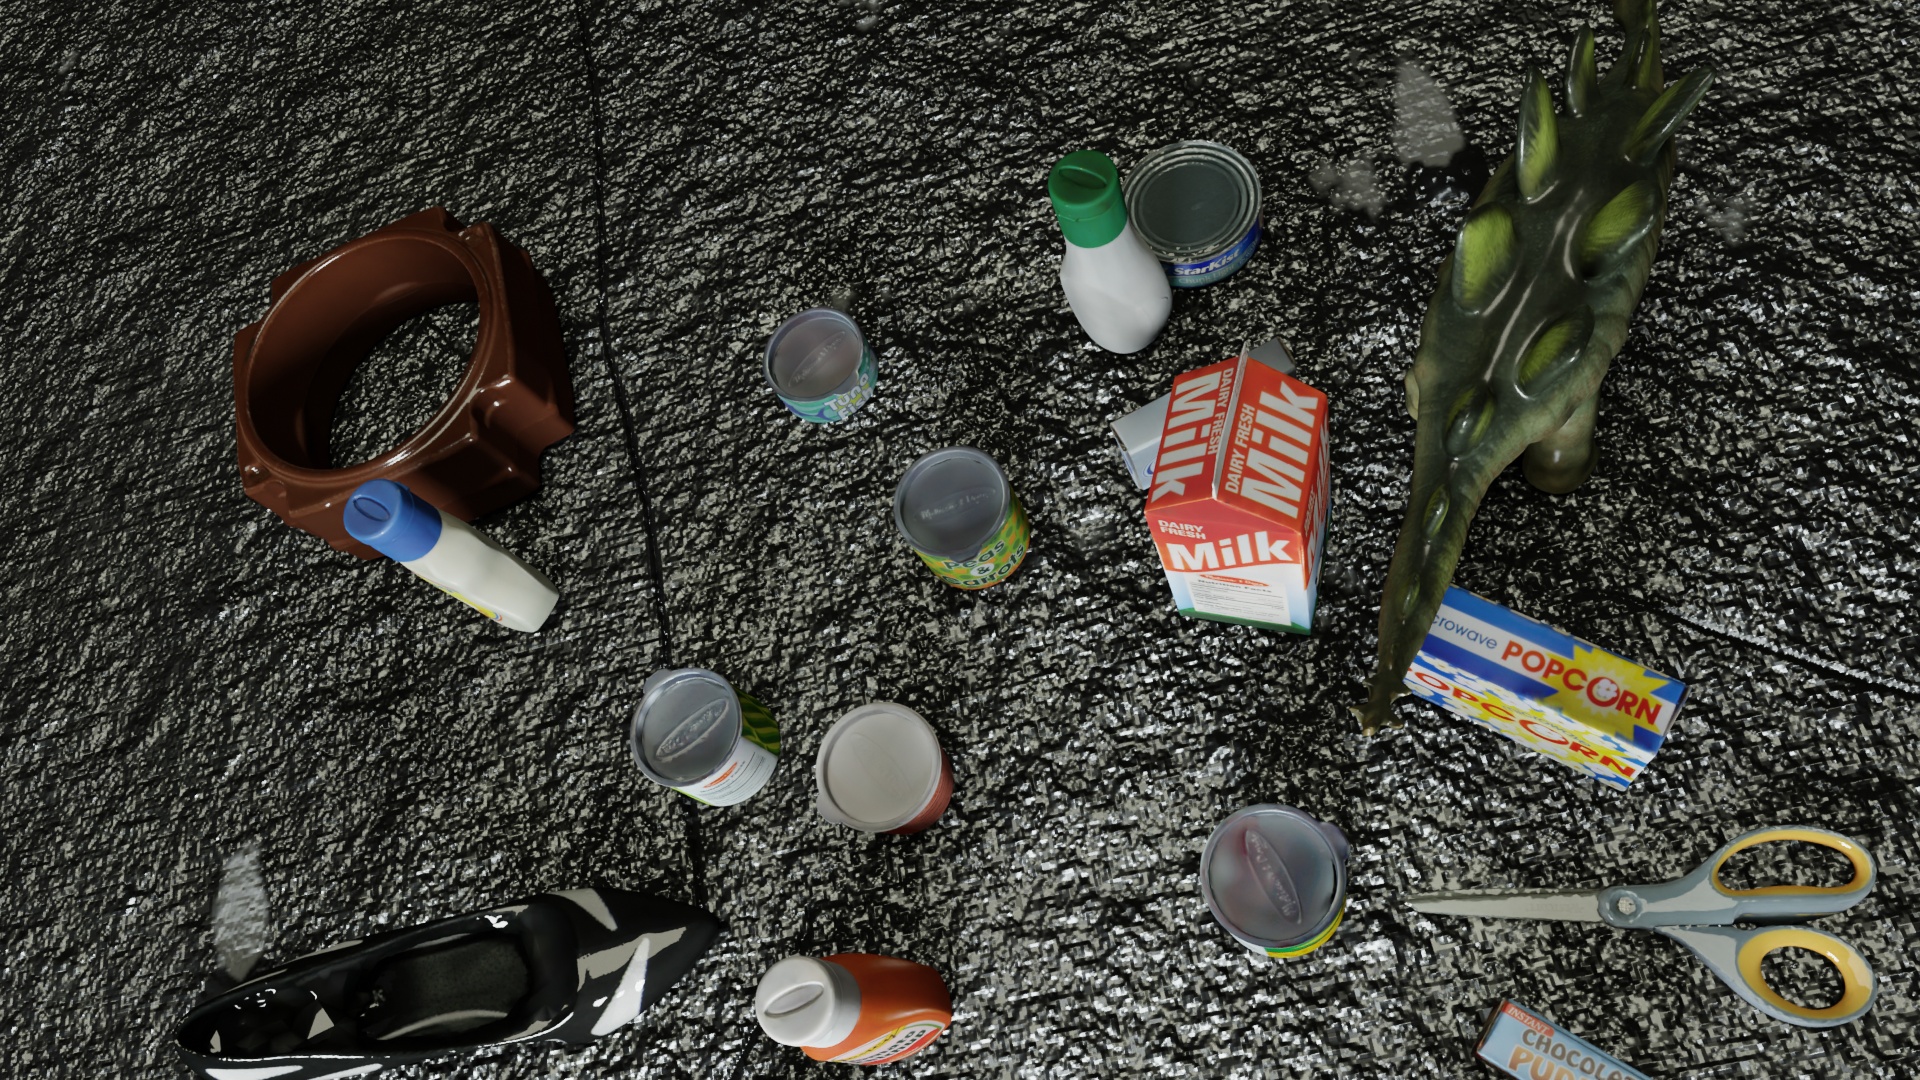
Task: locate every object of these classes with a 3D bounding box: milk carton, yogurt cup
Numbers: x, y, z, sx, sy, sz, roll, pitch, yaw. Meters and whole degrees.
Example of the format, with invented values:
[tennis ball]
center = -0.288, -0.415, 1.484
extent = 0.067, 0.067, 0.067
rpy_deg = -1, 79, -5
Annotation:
[milk carton]
center = 0.138, -0.020, 0.674
extent = 0.073, 0.190, 0.072
rpy_deg = 8, 72, 19
[yogurt cup]
center = -0.037, 0.125, 0.740
extent = 0.072, 0.053, 0.072
rpy_deg = -6, 67, 14

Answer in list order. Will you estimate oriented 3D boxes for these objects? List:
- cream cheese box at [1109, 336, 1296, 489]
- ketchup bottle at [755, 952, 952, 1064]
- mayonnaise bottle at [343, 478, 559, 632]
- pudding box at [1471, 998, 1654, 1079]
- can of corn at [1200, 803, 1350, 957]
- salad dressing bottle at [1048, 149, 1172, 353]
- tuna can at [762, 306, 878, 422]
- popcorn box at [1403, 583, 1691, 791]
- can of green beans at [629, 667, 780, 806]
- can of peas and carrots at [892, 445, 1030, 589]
[cream cheese box]
center = 0.137, -0.069, 0.770
extent = 0.104, 0.053, 0.024
rpy_deg = -27, 64, 4
[ketchup bottle]
center = -0.052, 0.219, 0.653
extent = 0.065, 0.148, 0.044
rpy_deg = -26, 64, 5
[mayonnaise bottle]
center = -0.296, 0.009, 0.808
extent = 0.065, 0.147, 0.041
rpy_deg = 25, 77, 23
[pudding box]
center = 0.271, 0.236, 0.610
extent = 0.084, 0.049, 0.030
rpy_deg = 28, 79, 24
[can of corn]
center = 0.154, 0.163, 0.668
extent = 0.071, 0.058, 0.071
rpy_deg = -6, 67, 14
[salad dressing bottle]
center = 0.081, -0.157, 0.770
extent = 0.064, 0.147, 0.044
rpy_deg = 27, 78, 24
[tuna can]
center = -0.084, -0.107, 0.860
extent = 0.071, 0.032, 0.071
rpy_deg = -6, 67, 14
[popcorn box]
center = 0.267, 0.067, 0.660
extent = 0.127, 0.085, 0.038
rpy_deg = 26, 78, 23
[can of green beans]
center = -0.141, 0.110, 0.773
extent = 0.071, 0.057, 0.071
rpy_deg = -6, 67, 14
[can of peas and carrots]
center = 0.003, -0.010, 0.781
extent = 0.071, 0.058, 0.071
rpy_deg = -6, 67, 14
